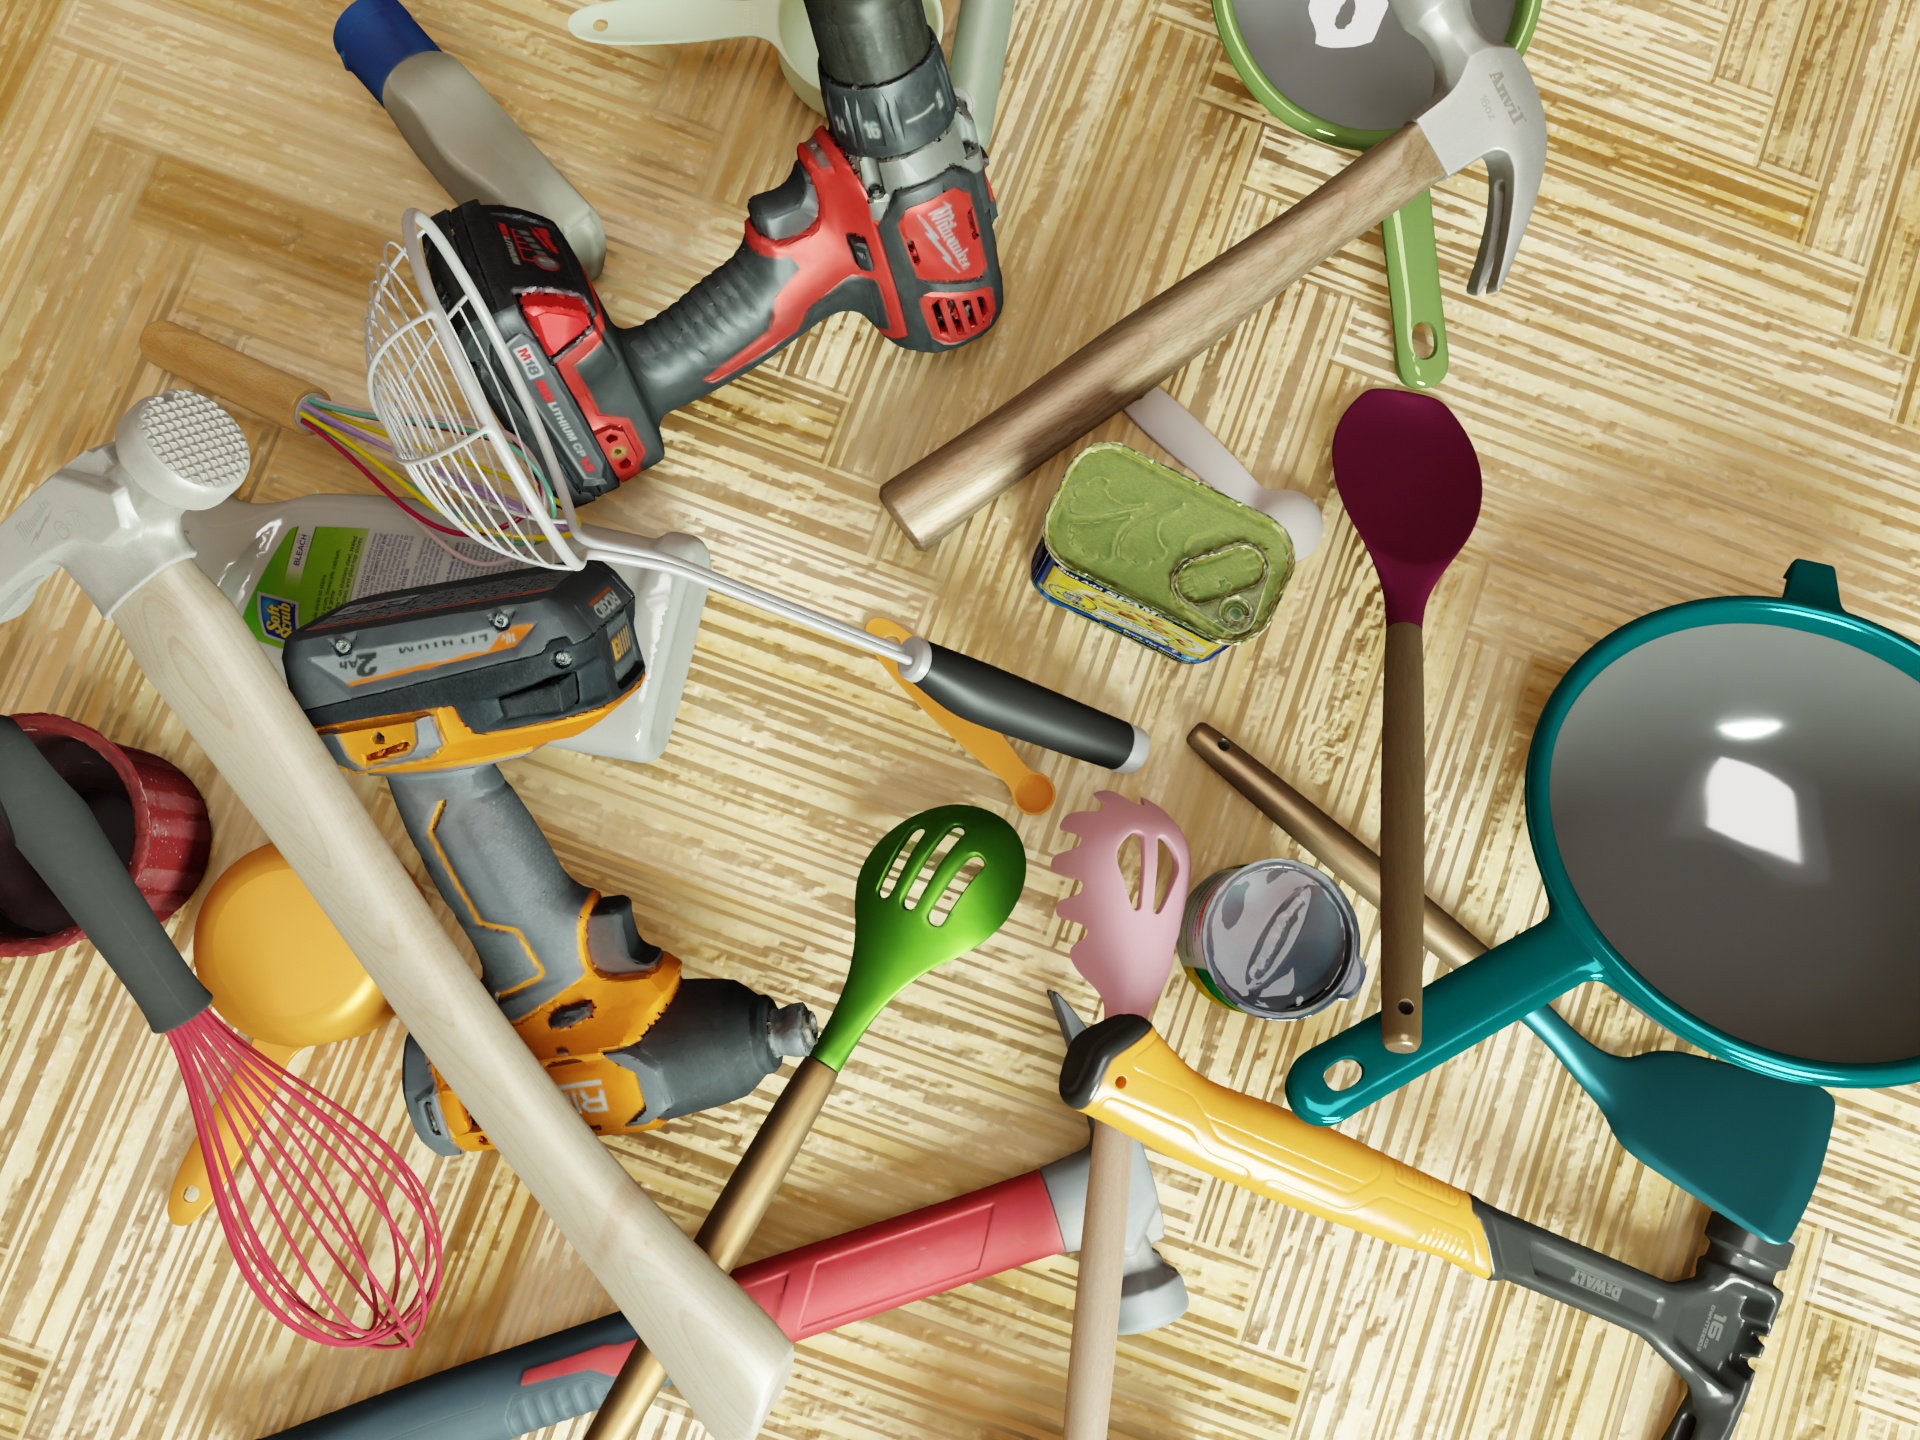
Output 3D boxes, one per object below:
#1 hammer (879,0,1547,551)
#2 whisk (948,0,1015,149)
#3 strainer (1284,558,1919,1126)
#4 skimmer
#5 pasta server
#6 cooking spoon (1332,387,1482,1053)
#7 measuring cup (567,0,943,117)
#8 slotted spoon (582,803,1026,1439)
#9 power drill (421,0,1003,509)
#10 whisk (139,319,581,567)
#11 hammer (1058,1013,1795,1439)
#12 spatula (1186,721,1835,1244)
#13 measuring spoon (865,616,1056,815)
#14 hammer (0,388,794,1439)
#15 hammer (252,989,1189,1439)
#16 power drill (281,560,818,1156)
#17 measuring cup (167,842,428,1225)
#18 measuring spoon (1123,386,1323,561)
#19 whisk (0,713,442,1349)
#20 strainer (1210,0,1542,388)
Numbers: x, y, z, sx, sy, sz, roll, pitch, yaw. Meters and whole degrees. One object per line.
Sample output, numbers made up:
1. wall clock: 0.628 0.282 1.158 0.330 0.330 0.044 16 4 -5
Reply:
1. hammer: 0.109 -0.180 0.697 0.331 0.031 0.130 -35 103 4
2. whisk: 0.021 -0.381 0.740 0.058 0.059 0.246 7 86 34
3. strainer: 0.278 0.087 0.660 0.340 0.095 0.211 -26 66 -9
4. skimmer: -0.053 -0.067 0.604 0.363 0.127 0.090 22 113 -30
5. pasta server: 0.057 0.181 0.639 0.060 0.040 0.316 11 76 -15
6. cooking spoon: 0.185 -0.016 0.664 0.069 0.017 0.319 10 60 0
7. measuring cup: -0.092 -0.310 0.726 0.167 0.038 0.083 -1 83 -2
8. slotted spoon: -0.067 0.163 0.643 0.070 0.031 0.314 23 71 24
9. power drill: -0.096 -0.200 0.642 0.226 0.187 0.080 -25 55 -4
10. whisk: -0.254 -0.120 0.652 0.245 0.051 0.047 25 56 22
11. hammer: 0.186 0.208 0.643 0.336 0.034 0.127 26 82 -14
12. spatula: 0.230 0.099 0.692 0.317 0.044 0.082 39 58 3
13. measuring spoon: -0.001 -0.002 0.708 0.021 0.011 0.117 -43 84 -8
14. hammer: -0.196 0.094 0.566 0.146 0.038 0.410 -27 101 30
15. hammer: -0.108 0.235 0.657 0.386 0.038 0.143 -17 83 -5
16. power drill: -0.152 0.058 0.615 0.164 0.084 0.226 -8 108 8
17. measuring cup: -0.287 0.128 0.651 0.095 0.052 0.174 25 81 0
18. measuring spoon: 0.116 -0.120 0.724 0.124 0.018 0.034 42 83 3
19. whisk: -0.281 0.126 0.598 0.073 0.073 0.295 -27 109 -6
20. strainer: 0.190 -0.282 0.734 0.151 0.069 0.256 -11 101 -3
